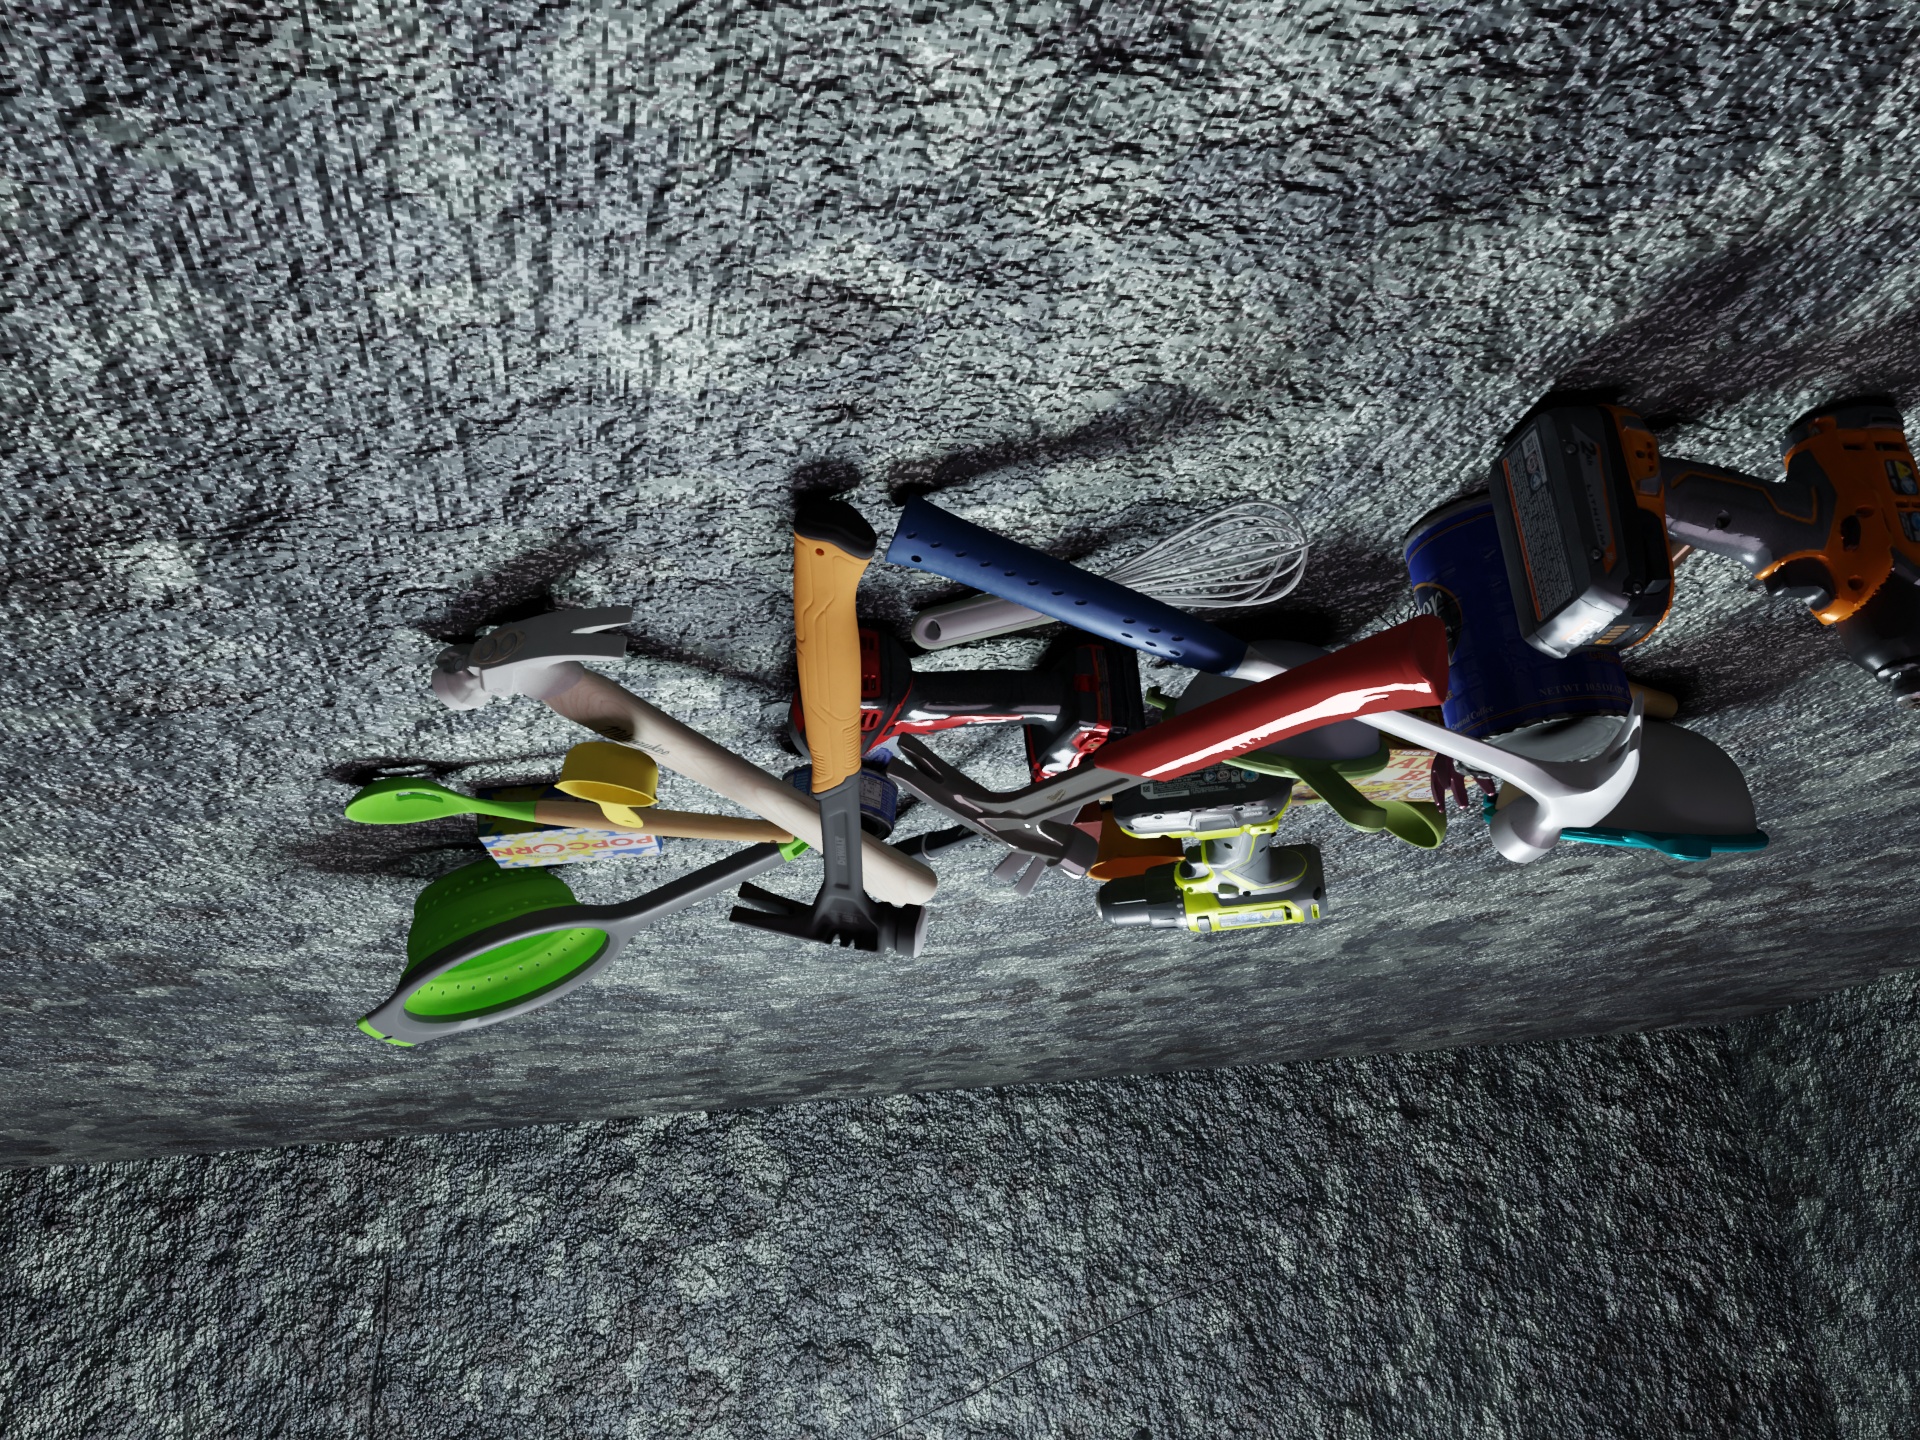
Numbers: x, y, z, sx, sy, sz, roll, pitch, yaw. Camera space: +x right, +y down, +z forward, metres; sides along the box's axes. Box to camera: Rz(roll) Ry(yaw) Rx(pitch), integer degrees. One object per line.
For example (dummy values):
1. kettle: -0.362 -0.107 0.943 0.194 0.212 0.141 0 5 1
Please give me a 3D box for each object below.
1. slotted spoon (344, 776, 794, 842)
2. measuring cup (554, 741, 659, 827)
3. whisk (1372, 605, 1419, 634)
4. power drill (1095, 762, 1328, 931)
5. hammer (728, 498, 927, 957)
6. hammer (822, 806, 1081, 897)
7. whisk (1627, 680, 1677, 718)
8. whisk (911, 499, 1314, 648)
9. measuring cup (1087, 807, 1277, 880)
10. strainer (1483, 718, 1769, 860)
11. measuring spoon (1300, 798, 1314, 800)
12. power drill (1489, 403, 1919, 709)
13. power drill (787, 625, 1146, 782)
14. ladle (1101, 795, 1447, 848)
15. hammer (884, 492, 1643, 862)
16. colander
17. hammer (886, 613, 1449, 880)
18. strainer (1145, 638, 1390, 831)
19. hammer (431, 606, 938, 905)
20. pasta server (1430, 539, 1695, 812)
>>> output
1. slotted spoon: -0.275 0.067 1.132 0.313 0.031 0.070 5 159 -3
2. measuring cup: -0.212 0.042 0.991 0.062 0.029 0.156 9 166 -3
3. whisk: 0.347 -0.028 1.114 0.070 0.070 0.284 -17 162 26
4. power drill: 0.190 0.100 1.276 0.190 0.080 0.228 -7 144 12
5. hammer: -0.080 0.015 0.922 0.127 0.034 0.336 9 134 7
6. hammer: -0.015 0.102 1.274 0.036 0.149 0.409 39 150 -14
7. whisk: 0.474 -0.021 1.185 0.244 0.047 0.051 9 153 -43
8. whisk: 0.081 -0.075 0.911 0.246 0.058 0.059 -12 -170 24
9. measuring cup: 0.189 0.096 1.385 0.173 0.052 0.095 -16 157 24
10. strainer: 0.516 0.046 1.204 0.211 0.095 0.340 4 -178 12
11. measuring spoon: 0.323 0.046 1.339 0.128 0.021 0.042 -5 -157 -17
12. power drill: 0.404 -0.084 0.824 0.226 0.164 0.084 0 159 -11
13. power drill: -0.002 -0.003 1.036 0.219 0.079 0.143 4 156 -18
14. ladle: 0.269 0.077 1.361 0.320 0.062 0.078 2 174 -15
15. hammer: 0.157 -0.031 0.831 0.405 0.035 0.144 21 151 -4
16. colander: -0.314 0.143 1.330 0.397 0.095 0.204 -24 160 -5
17. hammer: 0.109 0.010 0.856 0.149 0.037 0.359 32 149 -22
18. strainer: 0.216 -0.002 0.992 0.151 0.069 0.256 5 -165 -8
19. hammer: -0.134 0.039 1.029 0.146 0.038 0.410 -11 150 33
20. pasta server: 0.401 -0.037 1.043 0.060 0.040 0.316 -7 149 -26
